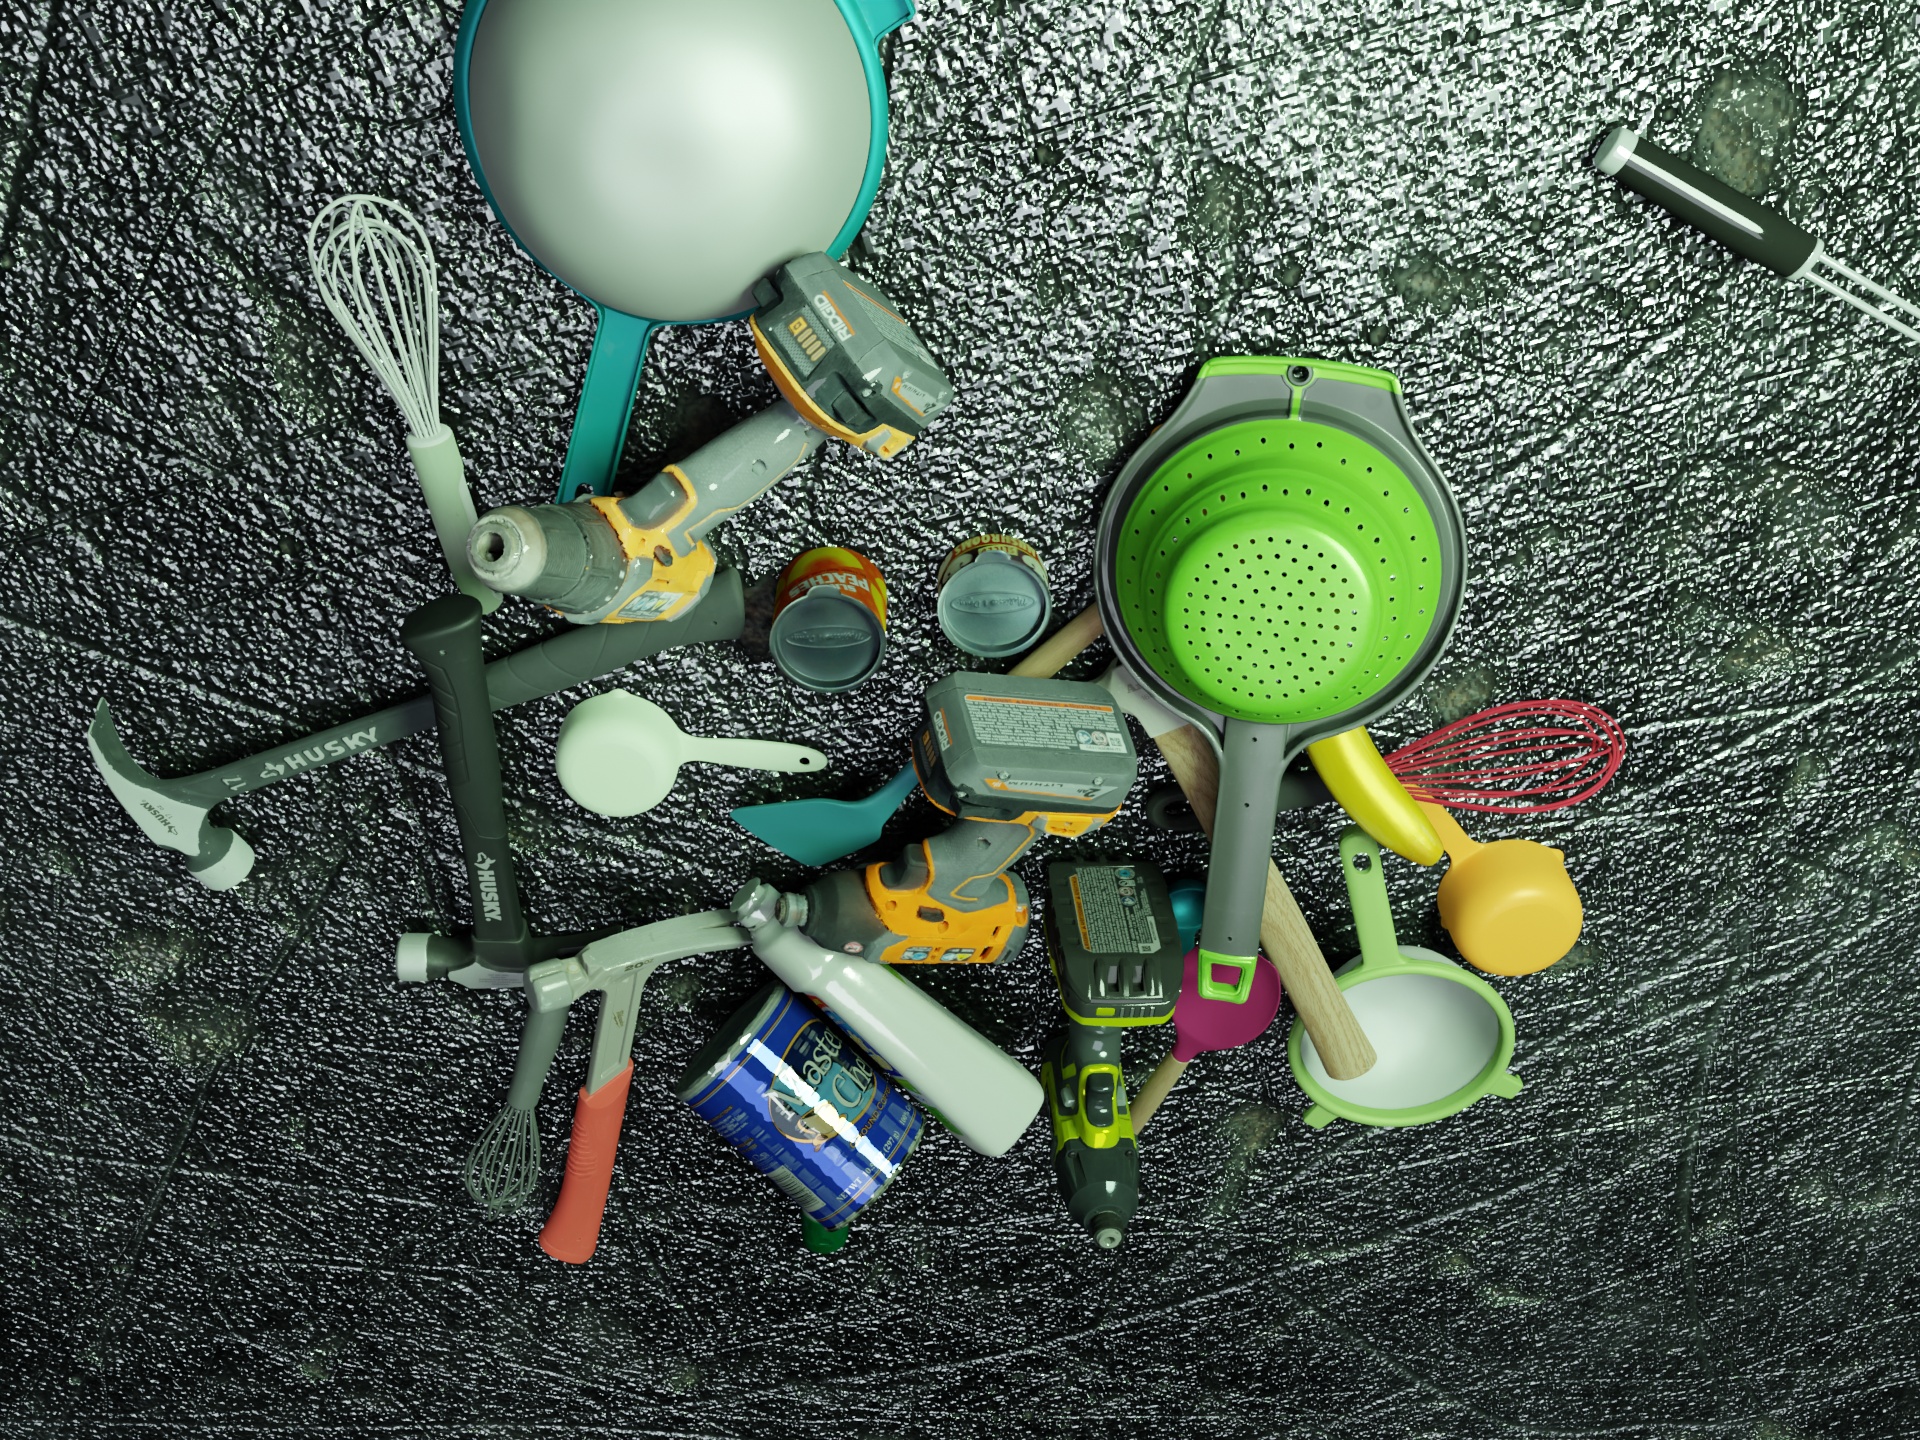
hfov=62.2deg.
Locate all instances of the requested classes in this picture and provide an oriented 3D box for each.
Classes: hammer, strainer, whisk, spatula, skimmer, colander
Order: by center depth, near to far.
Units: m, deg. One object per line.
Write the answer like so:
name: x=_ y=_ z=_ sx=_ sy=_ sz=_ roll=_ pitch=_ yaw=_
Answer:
strainer: x=-0.160 y=-0.223 z=0.779 sx=0.211 sy=0.095 sz=0.340 roll=15 pitch=121 yaw=-12
skimmer: x=0.489 y=-0.223 z=0.845 sx=0.363 sy=0.090 sz=0.127 roll=26 pitch=123 yaw=-7
whisk: x=-0.286 y=-0.160 z=0.849 sx=0.059 sy=0.058 sz=0.246 roll=-11 pitch=129 yaw=-5
colander: x=0.164 y=0.006 z=0.882 sx=0.204 sy=0.094 sz=0.396 roll=7 pitch=114 yaw=11
hammer: x=-0.316 y=-0.011 z=0.945 sx=0.409 sy=0.036 sz=0.149 roll=-19 pitch=135 yaw=8
hammer: x=-0.286 y=0.056 z=0.964 sx=0.146 sy=0.035 sz=0.334 roll=2 pitch=136 yaw=-7
spatula: x=-0.002 y=-0.003 z=0.976 sx=0.317 sy=0.044 sz=0.082 roll=-39 pitch=131 yaw=15
whisk: x=0.262 y=0.037 z=0.998 sx=0.296 sy=0.073 sz=0.073 roll=-9 pitch=124 yaw=11
hammer: x=0.185 y=0.094 z=0.999 sx=0.130 sy=0.031 sz=0.331 roll=-22 pitch=111 yaw=23
strainer: x=0.285 y=0.163 z=1.078 sx=0.151 sy=0.069 sz=0.256 roll=-13 pitch=119 yaw=12
hammer: x=-0.248 y=0.274 z=1.133 sx=0.149 sy=0.037 sz=0.358 roll=-12 pitch=138 yaw=-32
whisk: x=-0.312 y=0.269 z=1.142 sx=0.055 sy=0.055 sz=0.238 roll=16 pitch=118 yaw=-13

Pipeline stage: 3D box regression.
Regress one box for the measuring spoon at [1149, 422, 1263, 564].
measuring spoon: x=0.143 y=-0.127 z=0.910 sx=0.021 sy=0.011 sz=0.116 roll=-32 pitch=123 yaw=19

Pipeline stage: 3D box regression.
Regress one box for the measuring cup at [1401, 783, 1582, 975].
measuring cup: x=0.342 y=0.105 z=1.047 sx=0.095 sy=0.052 sz=0.173 roll=-38 pitch=119 yaw=21

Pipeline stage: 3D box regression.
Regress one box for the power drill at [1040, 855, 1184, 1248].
power drill: x=0.093 y=0.217 z=1.047 sx=0.080 sy=0.171 sz=0.223 roll=0 pitch=121 yaw=-3

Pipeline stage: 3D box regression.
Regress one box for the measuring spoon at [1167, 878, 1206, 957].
measuring spoon: x=0.151 y=0.151 z=1.098 sx=0.042 sy=0.021 sz=0.128 roll=-1 pitch=133 yaw=-3

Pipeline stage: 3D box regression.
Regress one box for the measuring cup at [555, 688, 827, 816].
measuring cup: x=-0.167 y=0.028 z=0.983 sx=0.167 sy=0.038 sz=0.083 roll=4 pitch=124 yaw=-3

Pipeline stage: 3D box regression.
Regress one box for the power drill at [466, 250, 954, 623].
power drill: x=-0.128 y=-0.129 z=0.791 sx=0.226 sy=0.185 sz=0.084 roll=-37 pitch=82 yaw=14

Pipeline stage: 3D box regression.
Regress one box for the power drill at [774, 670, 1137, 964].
power drill: x=-0.009 y=0.071 z=0.953 sx=0.164 sy=0.084 sz=0.226 roll=4 pitch=139 yaw=-25

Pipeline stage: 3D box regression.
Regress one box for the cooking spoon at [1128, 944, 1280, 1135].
cooking spoon: x=0.145 y=0.244 z=1.109 sx=0.069 sy=0.017 sz=0.318 roll=32 pitch=138 yaw=11
